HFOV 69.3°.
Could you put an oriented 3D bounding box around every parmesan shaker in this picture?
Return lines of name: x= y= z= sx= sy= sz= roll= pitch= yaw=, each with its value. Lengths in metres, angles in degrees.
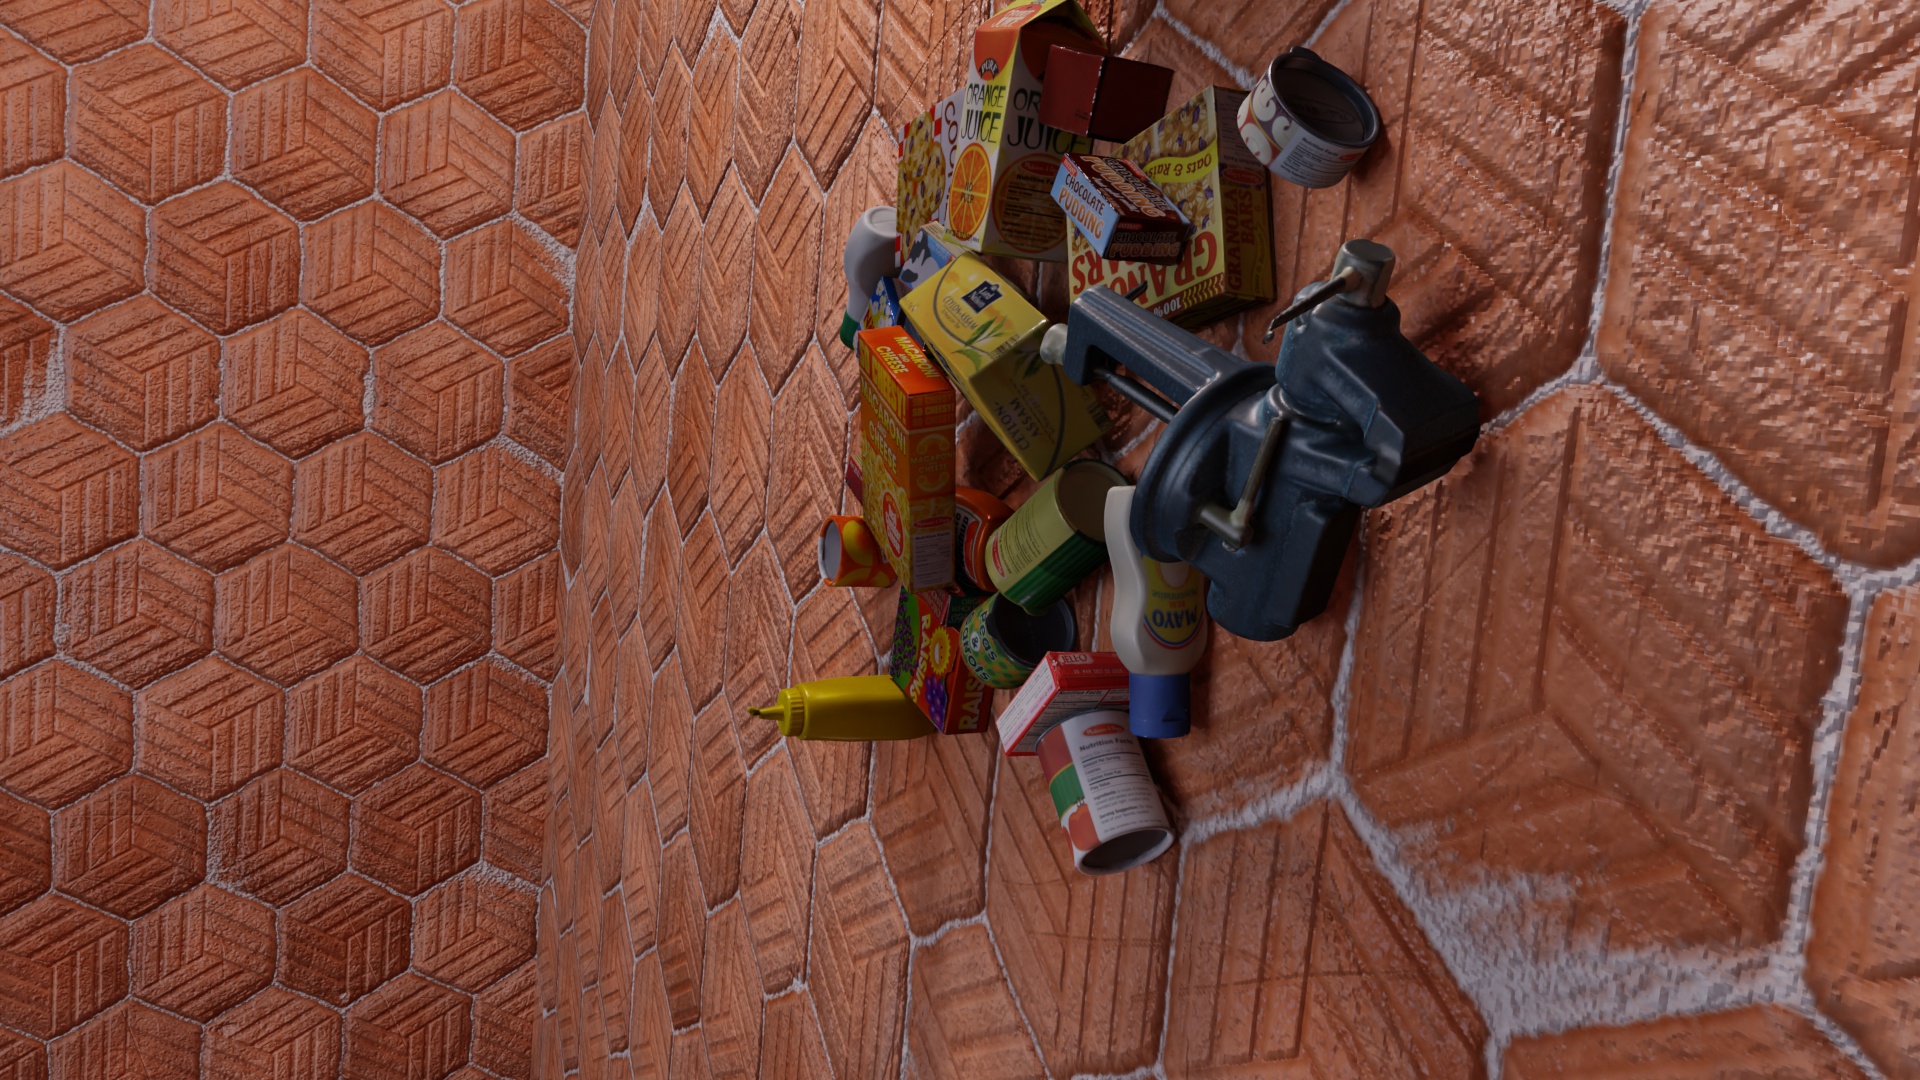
parmesan shaker: x=0.069 y=-0.001 z=0.924 sx=0.102 sy=0.071 sz=0.071 roll=-44 pitch=49 yaw=54

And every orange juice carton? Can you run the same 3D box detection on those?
orange juice carton: x=0.047 y=-0.299 z=0.982 sx=0.072 sy=0.073 sz=0.192 roll=-143 pitch=60 yaw=-60

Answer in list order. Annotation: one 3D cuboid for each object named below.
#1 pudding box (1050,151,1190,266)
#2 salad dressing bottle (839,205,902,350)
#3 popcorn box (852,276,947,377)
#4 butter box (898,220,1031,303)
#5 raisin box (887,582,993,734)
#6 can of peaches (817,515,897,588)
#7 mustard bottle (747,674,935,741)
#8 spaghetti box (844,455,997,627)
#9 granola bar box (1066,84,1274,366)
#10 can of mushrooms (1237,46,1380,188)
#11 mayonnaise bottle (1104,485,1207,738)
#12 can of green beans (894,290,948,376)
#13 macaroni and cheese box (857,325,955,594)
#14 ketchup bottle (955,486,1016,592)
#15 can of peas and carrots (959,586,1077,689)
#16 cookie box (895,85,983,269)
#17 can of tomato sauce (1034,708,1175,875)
pudding box: x=0.093 y=-0.194 z=0.812 sx=0.084 sy=0.050 sz=0.030 roll=-116 pitch=36 yaw=-45
salad dressing bottle: x=-0.080 y=-0.234 z=1.263 sx=0.044 sy=0.064 sz=0.146 roll=60 pitch=150 yaw=27
popcorn box: x=-0.055 y=-0.159 z=1.226 sx=0.084 sy=0.038 sz=0.127 roll=-57 pitch=39 yaw=45
butter box: x=0.002 y=-0.193 z=1.065 sx=0.103 sy=0.024 sz=0.052 roll=42 pitch=133 yaw=15
raisin box: x=-0.015 y=0.092 z=1.121 sx=0.123 sy=0.040 sz=0.086 roll=37 pitch=121 yaw=59
can of peaches: x=-0.092 y=0.009 z=1.267 sx=0.071 sy=0.058 sz=0.071 roll=-177 pitch=89 yaw=-65
mustard bottle: x=-0.101 y=0.141 z=1.157 sx=0.065 sy=0.160 sz=0.048 roll=-154 pitch=67 yaw=-64
spaghetti box: x=-0.034 y=-0.005 z=1.157 sx=0.251 sy=0.050 sz=0.028 roll=-127 pitch=44 yaw=-53
granola bar box: x=0.124 y=-0.186 z=0.852 sx=0.165 sy=0.039 sz=0.124 roll=-15 pitch=75 yaw=63
can of mushrooms: x=0.178 y=-0.217 z=0.712 sx=0.033 sy=0.071 sz=0.071 roll=126 pitch=139 yaw=-51
mayonnaise bottle: x=0.118 y=0.041 z=0.825 sx=0.041 sy=0.065 sz=0.148 roll=-175 pitch=83 yaw=-67
can of green beans: x=-0.015 y=-0.165 z=1.119 sx=0.071 sy=0.058 sz=0.071 roll=172 pitch=99 yaw=-64
macaroni and cheese box: x=-0.041 y=-0.063 z=1.053 sx=0.124 sy=0.040 sz=0.165 roll=-126 pitch=31 yaw=-53
ketchup bottle: x=0.004 y=-0.014 z=1.085 sx=0.149 sy=0.043 sz=0.064 roll=-140 pitch=50 yaw=-59
can of peas and carrots: x=0.037 y=0.067 z=0.977 sx=0.058 sy=0.071 sz=0.071 roll=139 pitch=128 yaw=-57
cookie box: x=-0.003 y=-0.292 z=1.126 sx=0.167 sy=0.040 sz=0.123 roll=-177 pitch=89 yaw=-65
can of tomato sauce: x=0.090 y=0.158 z=0.868 sx=0.070 sy=0.071 sz=0.083 roll=-60 pitch=38 yaw=44
